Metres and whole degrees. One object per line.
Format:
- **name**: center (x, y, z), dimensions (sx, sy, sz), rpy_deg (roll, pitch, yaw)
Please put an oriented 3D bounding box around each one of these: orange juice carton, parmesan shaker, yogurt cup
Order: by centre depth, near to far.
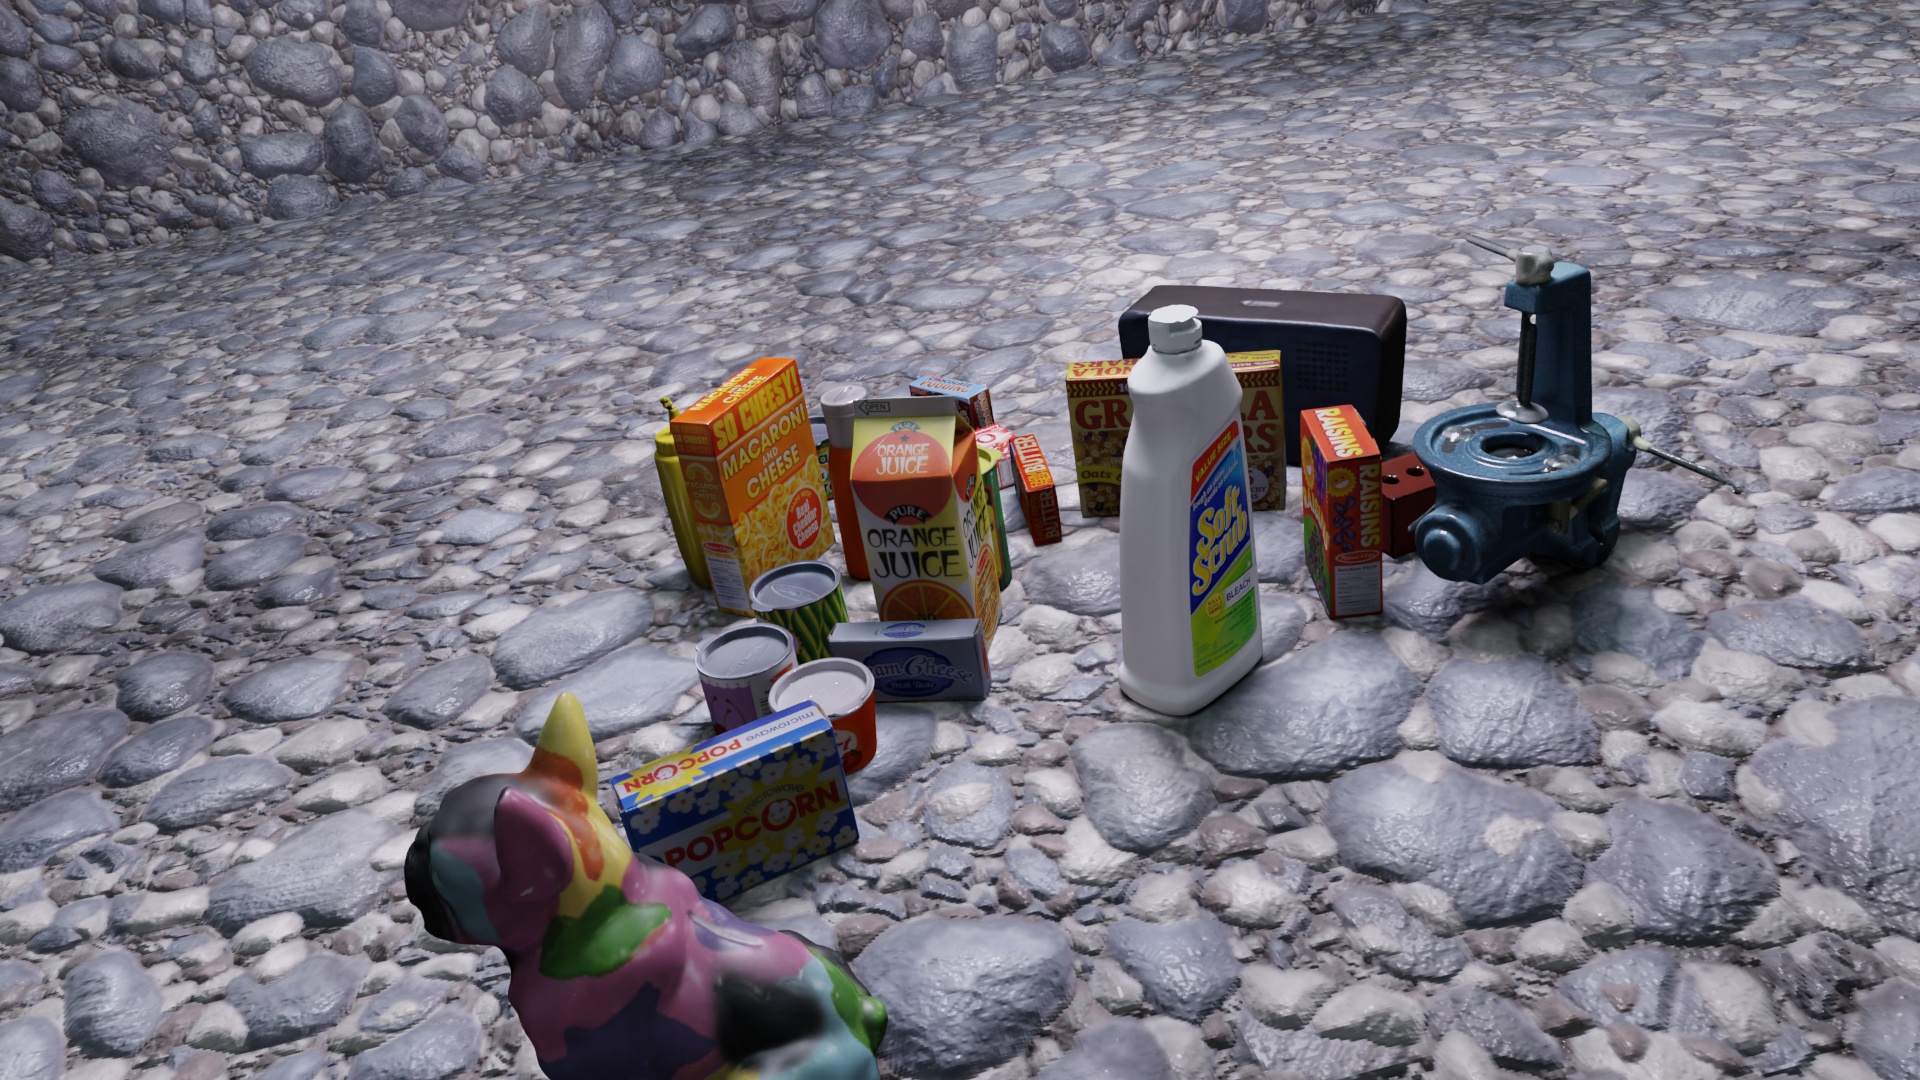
- **yogurt cup**: center (-0.085, 0.115, 0.891), dimensions (0.072, 0.053, 0.073), rpy_deg (-7, 28, 4)
- **orange juice carton**: center (-0.024, -0.012, 0.959), dimensions (0.072, 0.191, 0.073), rpy_deg (-2, 29, 15)
- **parmesan shaker**: center (0.004, -0.013, 1.048), dimensions (0.071, 0.102, 0.071), rpy_deg (-8, 28, 4)

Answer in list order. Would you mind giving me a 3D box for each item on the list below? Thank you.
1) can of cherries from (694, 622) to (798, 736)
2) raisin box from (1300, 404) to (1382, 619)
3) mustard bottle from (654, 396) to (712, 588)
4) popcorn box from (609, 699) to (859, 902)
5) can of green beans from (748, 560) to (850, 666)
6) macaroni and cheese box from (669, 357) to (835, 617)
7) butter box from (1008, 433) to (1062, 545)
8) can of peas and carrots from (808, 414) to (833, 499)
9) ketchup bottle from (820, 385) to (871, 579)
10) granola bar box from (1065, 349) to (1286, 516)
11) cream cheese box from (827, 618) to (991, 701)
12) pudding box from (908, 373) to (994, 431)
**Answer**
- **can of cherries**: center (-0.142, 0.097, 0.938), dimensions (0.071, 0.058, 0.072), rpy_deg (-7, 28, 4)
- **raisin box**: center (0.264, -0.021, 0.959), dimensions (0.040, 0.122, 0.086), rpy_deg (-7, 28, 5)
- **mustard bottle**: center (-0.212, -0.042, 1.106), dimensions (0.049, 0.159, 0.065), rpy_deg (-21, 30, -20)
- **popcorn box**: center (-0.128, 0.155, 0.798), dimensions (0.127, 0.084, 0.038), rpy_deg (-20, 30, -19)
- **can of green beans**: center (-0.114, 0.056, 1.006), dimensions (0.071, 0.057, 0.071), rpy_deg (-7, 28, 4)
- **macaroni and cheese box**: center (-0.160, -0.043, 1.087), dimensions (0.040, 0.165, 0.124), rpy_deg (6, 32, 27)
- **butter box**: center (0.061, -0.043, 1.137), dimensions (0.024, 0.053, 0.104), rpy_deg (-11, 28, -2)
- **can of peas and carrots**: center (-0.132, -0.072, 1.245), dimensions (0.071, 0.058, 0.071), rpy_deg (-7, 28, 4)
- **ketchup bottle**: center (-0.077, -0.047, 1.086), dimensions (0.043, 0.148, 0.065), rpy_deg (2, 30, 21)
- **granola bar box**: center (0.172, -0.083, 1.102), dimensions (0.165, 0.123, 0.039), rpy_deg (-2, 29, 14)
- **cream cheese box**: center (-0.034, 0.082, 0.938), dimensions (0.104, 0.053, 0.024), rpy_deg (-2, 29, 13)
- **pudding box**: center (-0.008, -0.126, 1.314), dimensions (0.084, 0.049, 0.030), rpy_deg (19, 39, 42)
